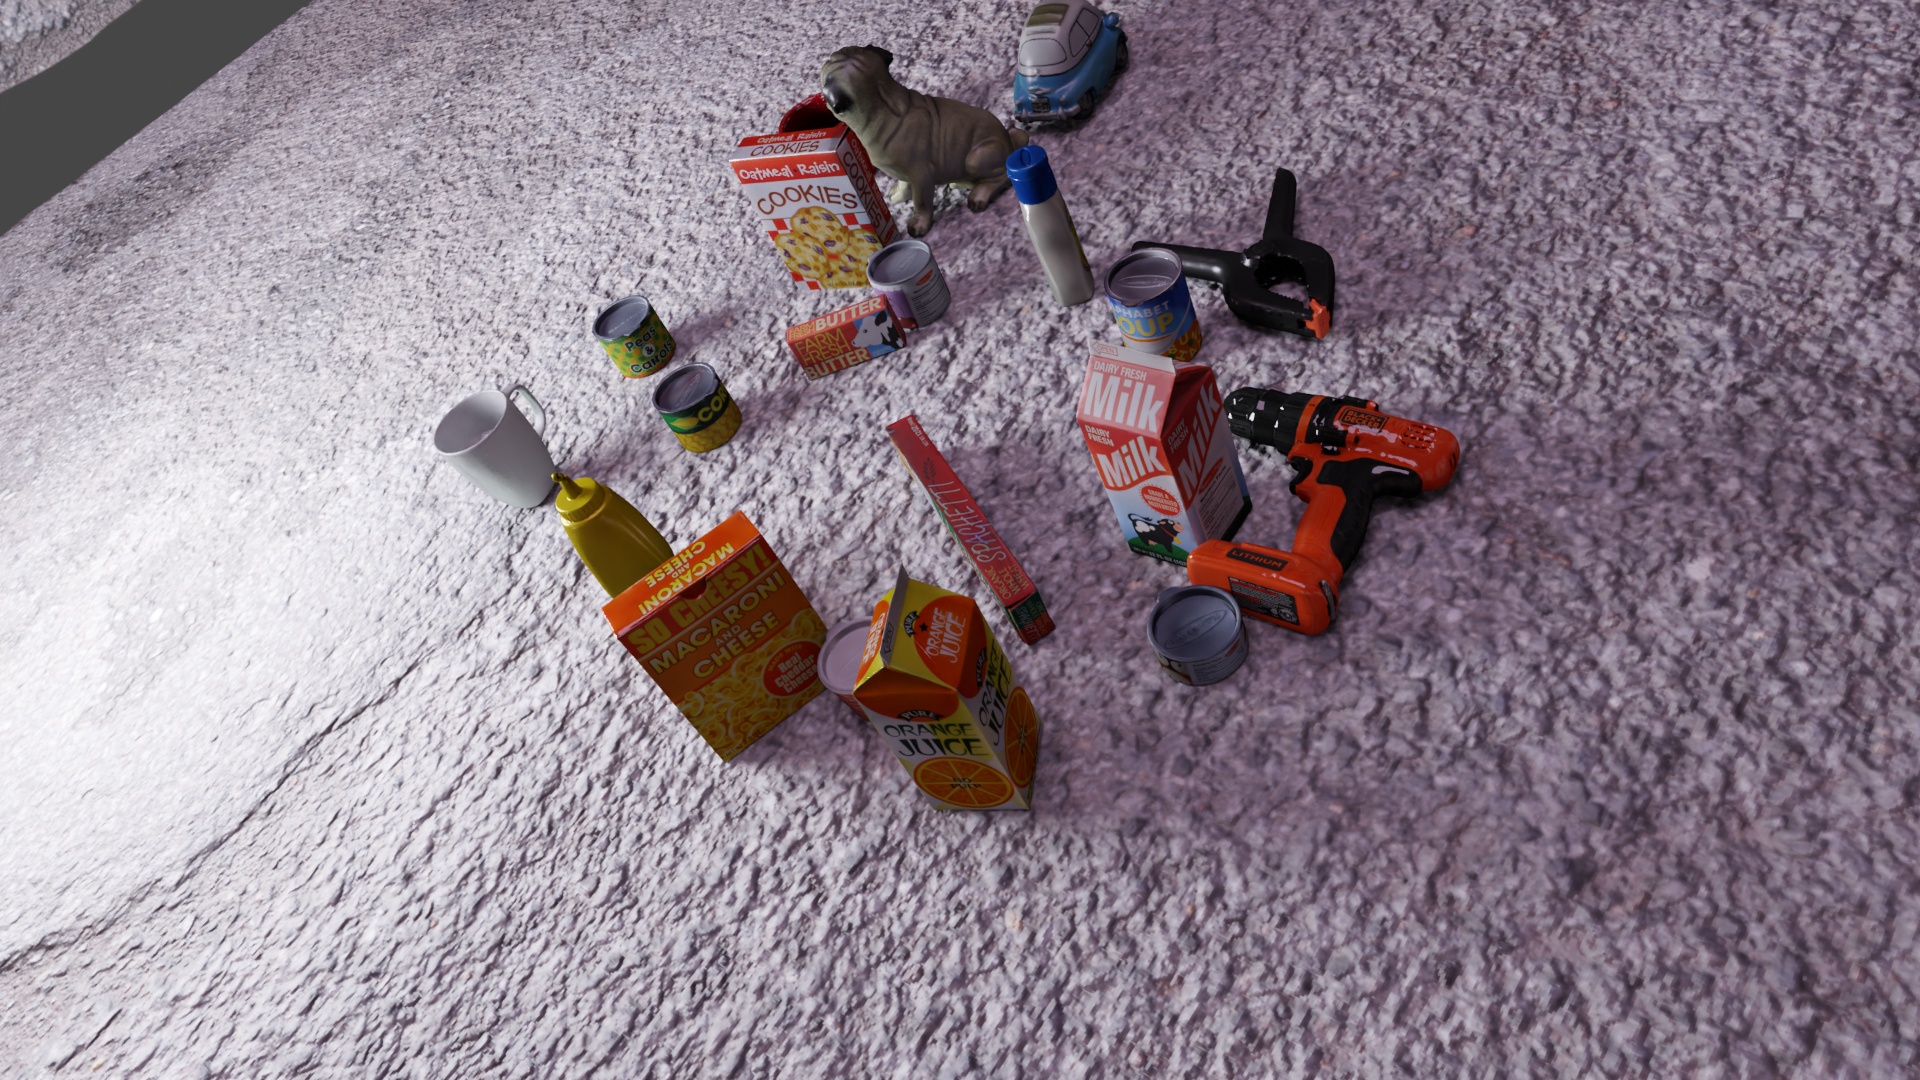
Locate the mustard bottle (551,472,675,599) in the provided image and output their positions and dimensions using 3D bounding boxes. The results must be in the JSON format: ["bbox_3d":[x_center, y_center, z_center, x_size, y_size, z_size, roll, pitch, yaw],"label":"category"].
[{"bbox_3d":[-0.294,-0.008,1.159,0.065,0.159,0.049,-27,45,1],"label":"mustard bottle"}]

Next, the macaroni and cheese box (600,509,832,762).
[{"bbox_3d":[-0.167,0.074,1.023,0.124,0.165,0.040,-37,45,-9],"label":"macaroni and cheese box"}]

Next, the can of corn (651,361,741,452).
[{"bbox_3d":[-0.247,-0.125,1.315,0.071,0.058,0.071,-13,47,14],"label":"can of corn"}]

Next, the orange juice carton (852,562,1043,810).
[{"bbox_3d":[-0.011,0.099,0.909,0.073,0.192,0.072,-5,49,22],"label":"orange juice carton"}]

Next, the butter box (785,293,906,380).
[{"bbox_3d":[-0.108,-0.192,1.314,0.103,0.053,0.024,-18,46,9],"label":"butter box"}]

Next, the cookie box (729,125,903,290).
[{"bbox_3d":[-0.134,-0.323,1.362,0.123,0.166,0.040,3,52,27],"label":"cookie box"}]

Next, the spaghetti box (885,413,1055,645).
[{"bbox_3d":[0.004,-0.014,1.104,0.029,0.050,0.251,-31,45,-3],"label":"spaghetti box"}]

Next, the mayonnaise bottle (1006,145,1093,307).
[{"bbox_3d":[0.080,-0.282,1.240,0.041,0.147,0.065,-17,46,11],"label":"mayonnaise bottle"}]

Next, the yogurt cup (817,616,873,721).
[{"bbox_3d":[-0.066,0.099,1.033,0.072,0.053,0.073,-13,47,14],"label":"yogurt cup"}]

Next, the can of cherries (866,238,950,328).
[{"bbox_3d":[-0.050,-0.246,1.332,0.071,0.058,0.072,-13,47,14],"label":"can of cherries"}]

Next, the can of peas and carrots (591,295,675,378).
[{"bbox_3d":[-0.334,-0.208,1.429,0.071,0.058,0.071,-13,47,14],"label":"can of peas and carrots"}]

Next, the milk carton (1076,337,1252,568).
[{"bbox_3d":[0.143,-0.068,0.989,0.072,0.189,0.074,19,61,36],"label":"milk carton"}]

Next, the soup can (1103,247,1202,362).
[{"bbox_3d":[0.162,-0.191,1.166,0.071,0.083,0.072,-13,47,14],"label":"soup can"}]

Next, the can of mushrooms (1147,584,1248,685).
[{"bbox_3d":[0.165,0.065,0.971,0.071,0.033,0.071,-13,47,14],"label":"can of mushrooms"}]
